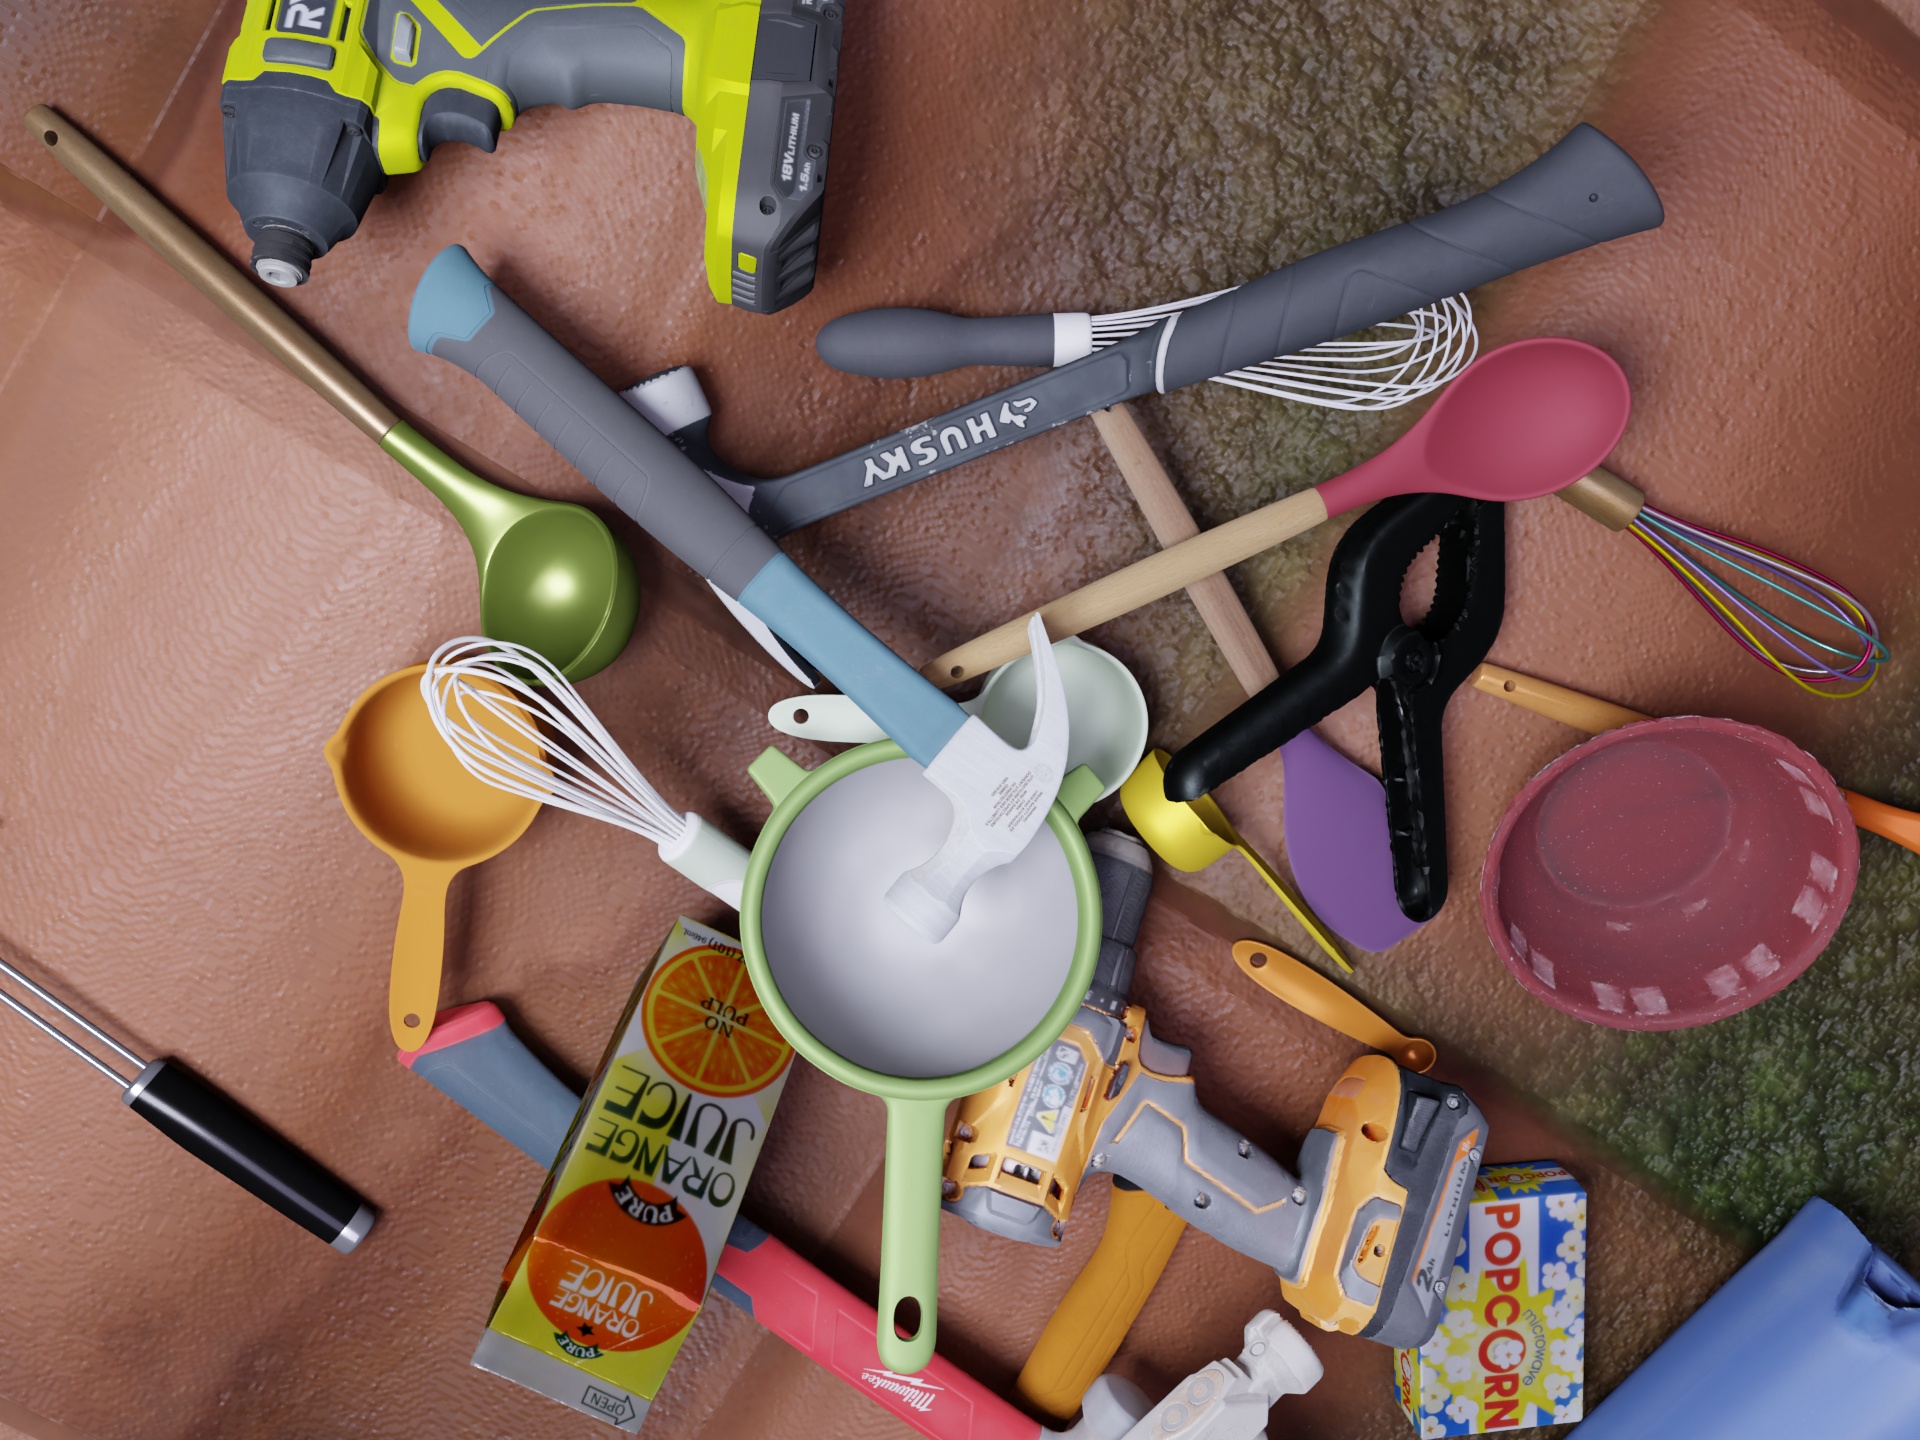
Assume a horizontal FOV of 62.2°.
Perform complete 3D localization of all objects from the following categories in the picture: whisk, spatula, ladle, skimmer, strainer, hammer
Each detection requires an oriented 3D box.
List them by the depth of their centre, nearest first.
[{"bbox_3d":[0.066,-0.134,0.637,0.409,0.036,0.149,-18,106,17],"label":"hammer"},{"bbox_3d":[-0.092,-0.066,0.639,0.331,0.033,0.128,42,85,0],"label":"hammer"},{"bbox_3d":[-0.261,-0.136,0.657,0.320,0.062,0.078,43,105,-8],"label":"ladle"},{"bbox_3d":[0.129,-0.080,0.671,0.315,0.031,0.069,-24,112,1],"label":"ladle"},{"bbox_3d":[-0.397,0.117,0.673,0.363,0.090,0.127,42,63,-13],"label":"skimmer"},{"bbox_3d":[-0.125,0.045,0.674,0.058,0.059,0.246,-25,129,33],"label":"whisk"},{"bbox_3d":[-0.021,0.137,0.677,0.151,0.069,0.256,3,82,-7],"label":"strainer"},{"bbox_3d":[0.080,-0.163,0.683,0.284,0.070,0.070,-1,101,0],"label":"whisk"},{"bbox_3d":[0.133,-0.018,0.715,0.060,0.018,0.315,-33,110,-1],"label":"spatula"},{"bbox_3d":[0.323,-0.081,0.727,0.245,0.051,0.047,30,102,-7],"label":"whisk"},{"bbox_3d":[-0.101,0.267,0.734,0.386,0.038,0.143,37,97,-5],"label":"hammer"},{"bbox_3d":[0.393,0.030,0.764,0.322,0.041,0.081,19,98,-4],"label":"spatula"},{"bbox_3d":[0.188,0.474,0.777,0.146,0.038,0.410,-38,113,-16],"label":"hammer"},{"bbox_3d":[0.033,0.364,0.785,0.127,0.034,0.337,27,97,-9],"label":"hammer"}]

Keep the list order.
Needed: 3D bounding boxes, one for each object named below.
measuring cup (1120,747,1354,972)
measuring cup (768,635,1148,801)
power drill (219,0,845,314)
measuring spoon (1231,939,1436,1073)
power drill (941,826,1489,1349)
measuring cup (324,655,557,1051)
[{"bbox_3d":[0.129,0.075,0.738,0.029,0.062,0.156,-39,112,14],"label":"measuring cup"},{"bbox_3d":[-0.001,-0.002,0.715,0.167,0.038,0.083,2,101,-2],"label":"measuring cup"},{"bbox_3d":[-0.162,-0.235,0.616,0.223,0.080,0.171,6,75,-6],"label":"power drill"},{"bbox_3d":[0.180,0.137,0.771,0.117,0.011,0.021,31,105,-6],"label":"measuring spoon"},{"bbox_3d":[0.117,0.166,0.722,0.226,0.084,0.185,21,77,-5],"label":"power drill"},{"bbox_3d":[-0.227,0.056,0.697,0.095,0.052,0.173,9,101,-7],"label":"measuring cup"}]
